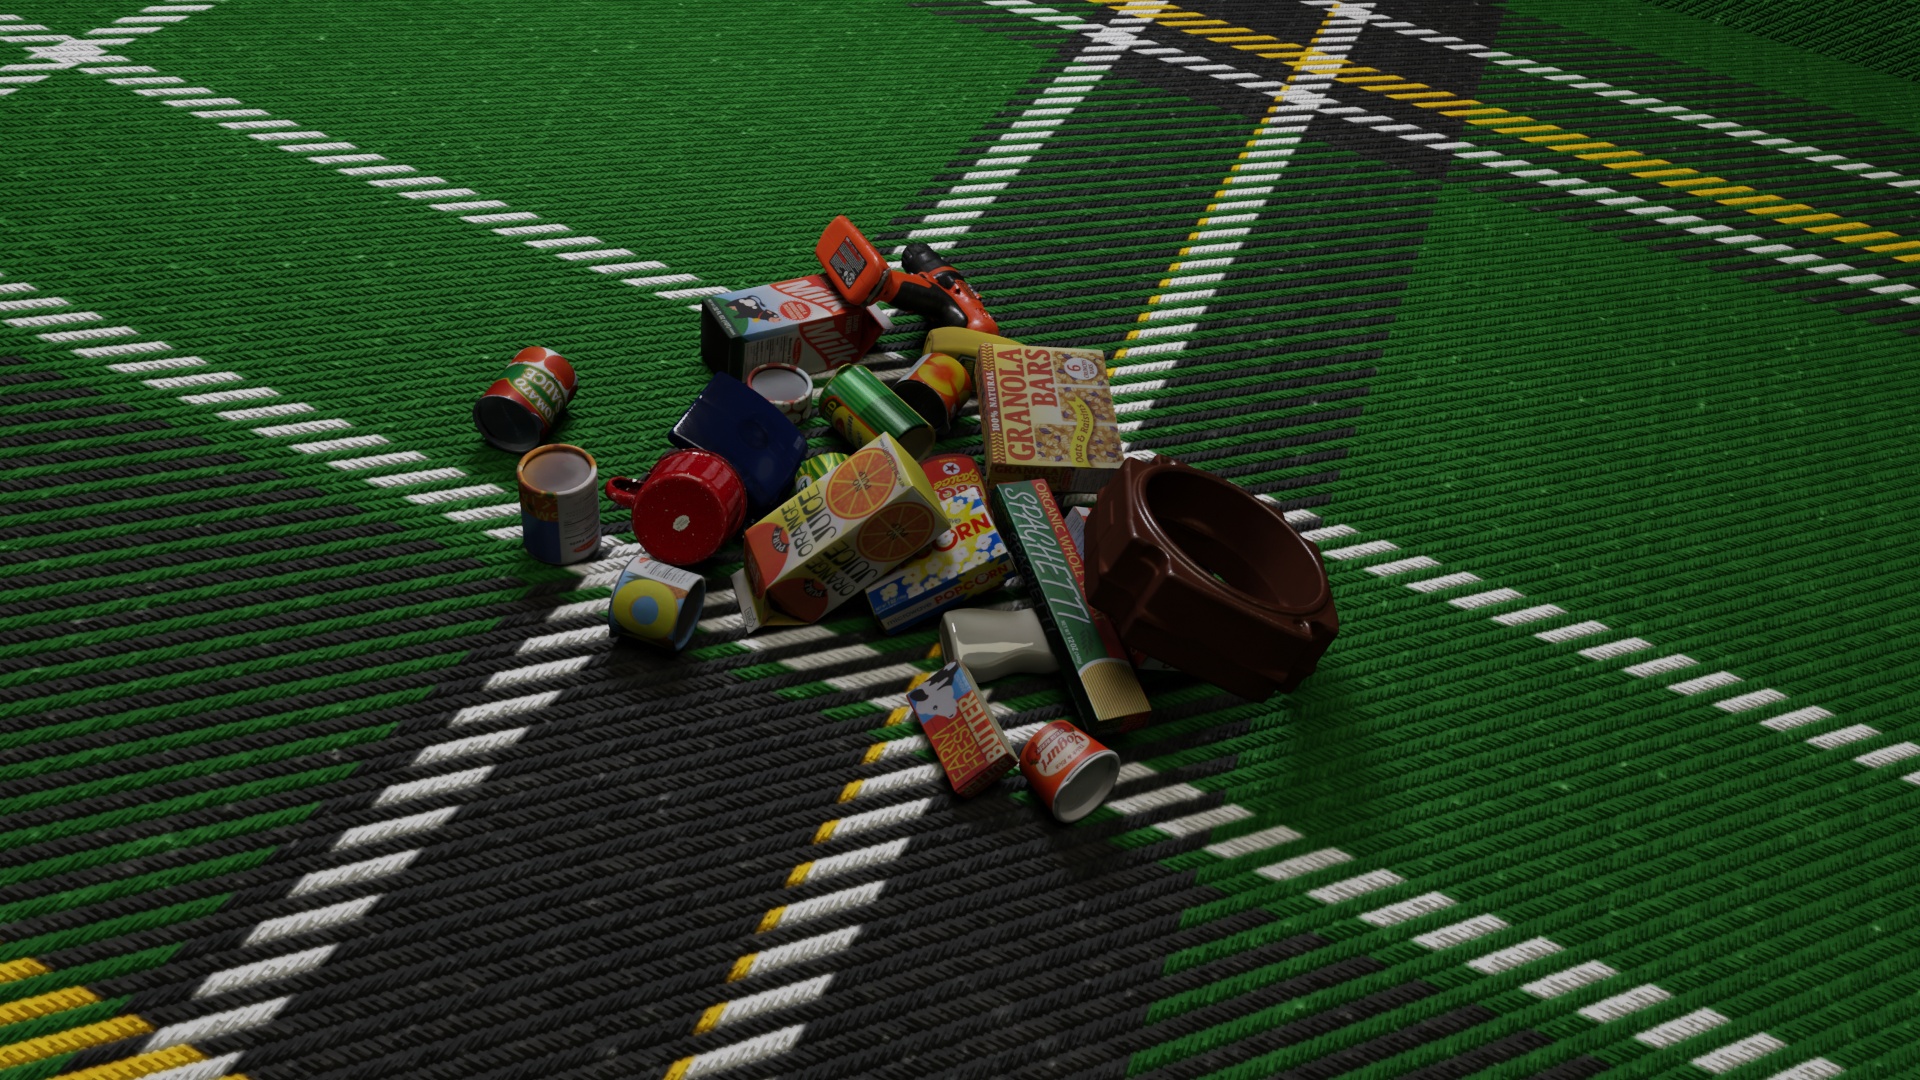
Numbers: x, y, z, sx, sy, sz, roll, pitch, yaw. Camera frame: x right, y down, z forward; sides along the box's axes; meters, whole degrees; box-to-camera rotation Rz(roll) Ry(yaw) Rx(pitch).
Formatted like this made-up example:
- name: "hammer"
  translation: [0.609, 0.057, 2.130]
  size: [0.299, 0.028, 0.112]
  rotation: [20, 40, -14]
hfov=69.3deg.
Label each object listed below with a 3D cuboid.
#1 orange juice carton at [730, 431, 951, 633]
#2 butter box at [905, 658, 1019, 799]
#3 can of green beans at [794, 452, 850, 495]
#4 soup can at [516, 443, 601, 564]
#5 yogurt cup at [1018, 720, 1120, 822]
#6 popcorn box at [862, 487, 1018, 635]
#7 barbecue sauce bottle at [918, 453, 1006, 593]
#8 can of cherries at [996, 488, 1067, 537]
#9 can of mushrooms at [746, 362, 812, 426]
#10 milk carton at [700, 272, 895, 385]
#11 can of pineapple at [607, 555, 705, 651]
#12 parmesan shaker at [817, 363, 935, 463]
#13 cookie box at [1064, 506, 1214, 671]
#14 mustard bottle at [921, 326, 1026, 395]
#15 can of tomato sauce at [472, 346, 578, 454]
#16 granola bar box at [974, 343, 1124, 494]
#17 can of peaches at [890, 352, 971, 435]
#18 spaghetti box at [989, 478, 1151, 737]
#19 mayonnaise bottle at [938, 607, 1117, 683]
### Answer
- name: "orange juice carton"
  translation: [-0.112, 0.001, 1.177]
  size: [0.192, 0.073, 0.072]
  rotation: [-35, 50, 8]
- name: "butter box"
  translation: [0.001, 0.149, 1.101]
  size: [0.053, 0.024, 0.104]
  rotation: [-36, 52, 7]
- name: "can of green beans"
  translation: [-0.115, -0.037, 1.257]
  size: [0.071, 0.070, 0.058]
  rotation: [-3, 45, -15]
- name: "soup can"
  translation: [-0.346, -0.032, 1.191]
  size: [0.071, 0.083, 0.072]
  rotation: [6, 44, -5]
- name: "yogurt cup"
  translation: [0.083, 0.177, 1.080]
  size: [0.073, 0.072, 0.054]
  rotation: [-24, 45, -31]
- name: "popcorn box"
  translation: [-0.025, 0.017, 1.205]
  size: [0.127, 0.038, 0.085]
  rotation: [-25, 49, 0]
- name: "barbecue sauce bottle"
  translation: [0.005, -0.016, 1.276]
  size: [0.065, 0.043, 0.149]
  rotation: [-8, 47, -16]
- name: "can of cherries"
  translation: [0.066, -0.039, 1.303]
  size: [0.071, 0.058, 0.072]
  rotation: [5, 43, -5]
- name: "can of mushrooms"
  translation: [-0.182, -0.144, 1.377]
  size: [0.071, 0.033, 0.071]
  rotation: [6, 44, -6]
- name: "milk carton"
  translation: [-0.166, -0.220, 1.429]
  size: [0.191, 0.073, 0.072]
  rotation: [-17, 51, -27]
- name: "can of pineapple"
  translation: [-0.248, 0.054, 1.138]
  size: [0.058, 0.070, 0.071]
  rotation: [17, 44, 6]
- name: "parmesan shaker"
  translation: [-0.081, -0.116, 1.342]
  size: [0.071, 0.071, 0.103]
  rotation: [-27, 55, -33]
- name: "cookie box"
  translation: [0.174, 0.043, 1.226]
  size: [0.123, 0.040, 0.168]
  rotation: [6, 40, -35]
- name: "mustard bottle"
  translation: [0.041, -0.179, 1.440]
  size: [0.160, 0.065, 0.049]
  rotation: [7, 43, -11]
- name: "can of tomato sauce"
  translation: [-0.402, -0.132, 1.293]
  size: [0.071, 0.070, 0.083]
  rotation: [15, 43, 4]
- name: "granola bar box"
  translation: [0.082, -0.115, 1.307]
  size: [0.124, 0.038, 0.166]
  rotation: [2, 47, -7]
- name: "can of peaches"
  translation: [-0.028, -0.144, 1.387]
  size: [0.071, 0.070, 0.058]
  rotation: [24, 44, 13]
- name: "spaghetti box"
  translation: [0.088, 0.050, 1.174]
  size: [0.050, 0.028, 0.251]
  rotation: [-8, 55, -21]
- name: "mayonnaise bottle"
  translation: [0.059, 0.086, 1.185]
  size: [0.148, 0.041, 0.065]
  rotation: [-2, 50, -16]
